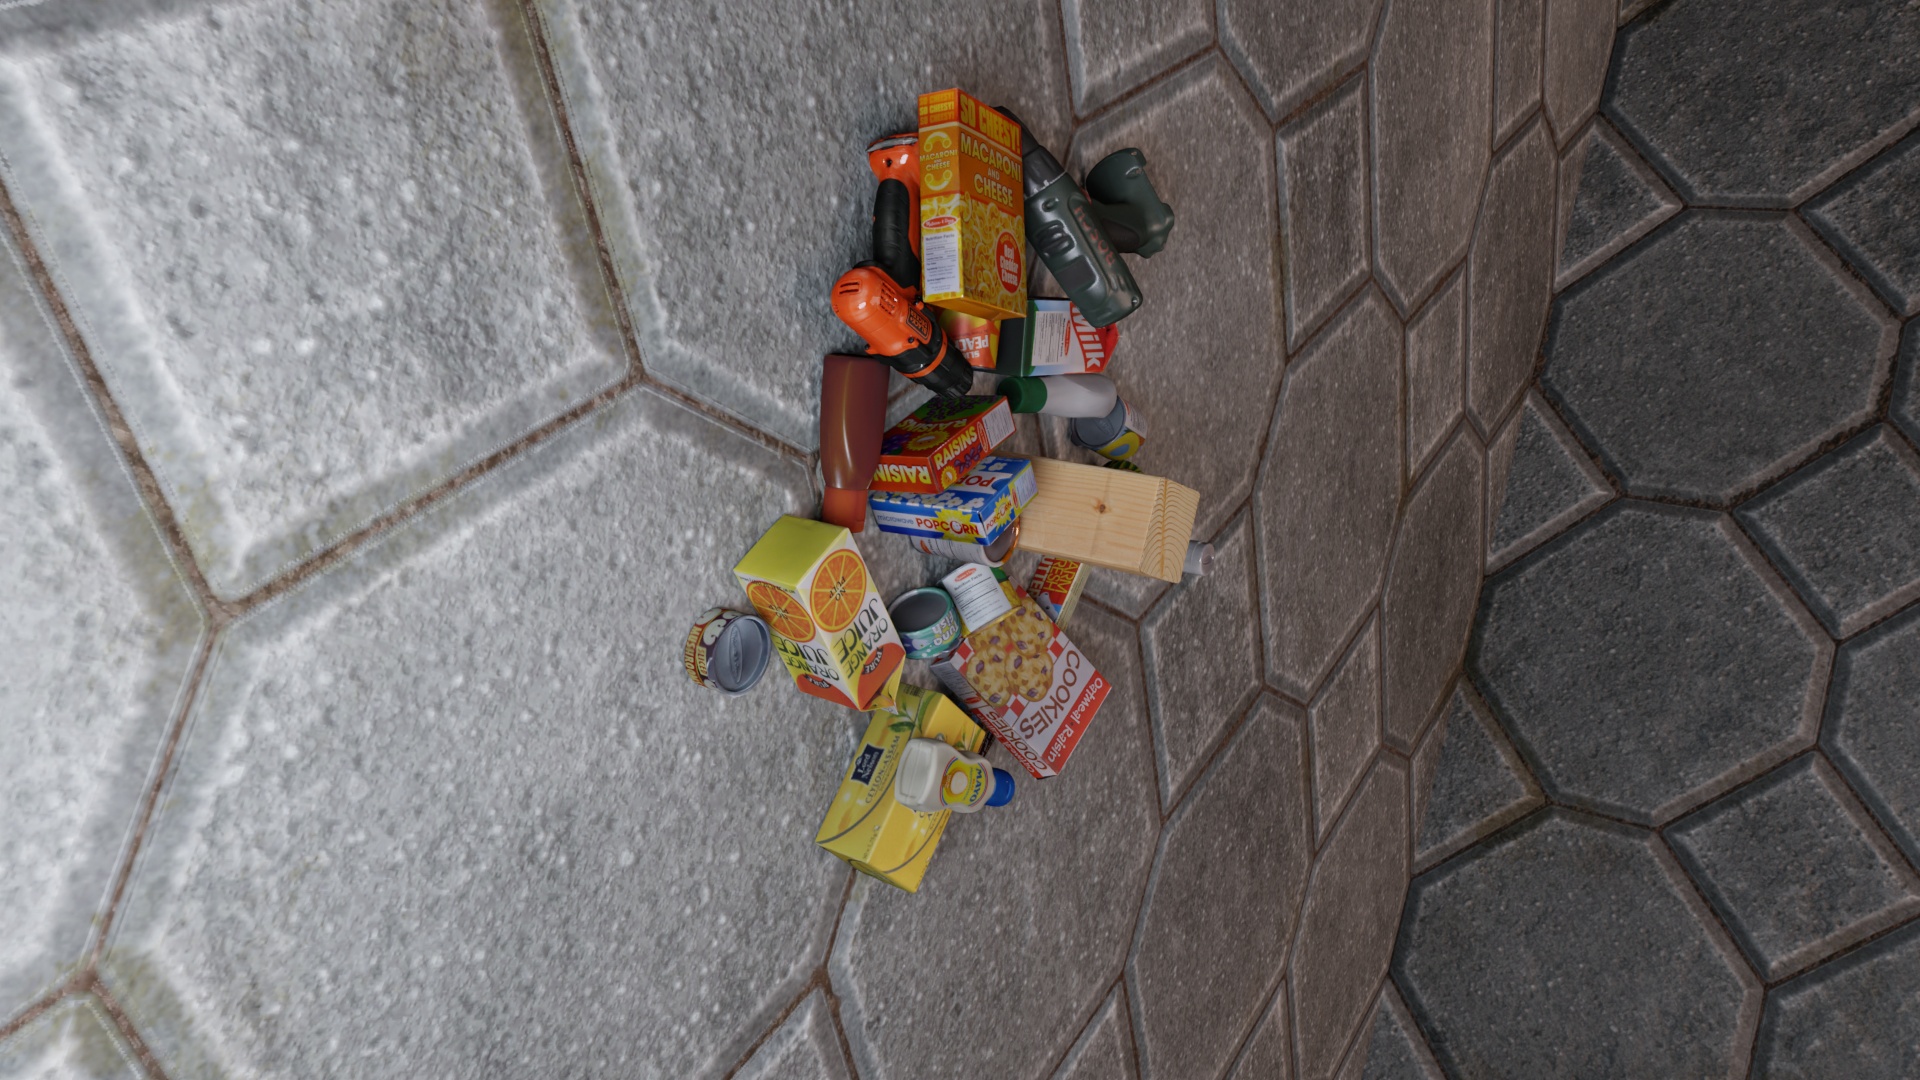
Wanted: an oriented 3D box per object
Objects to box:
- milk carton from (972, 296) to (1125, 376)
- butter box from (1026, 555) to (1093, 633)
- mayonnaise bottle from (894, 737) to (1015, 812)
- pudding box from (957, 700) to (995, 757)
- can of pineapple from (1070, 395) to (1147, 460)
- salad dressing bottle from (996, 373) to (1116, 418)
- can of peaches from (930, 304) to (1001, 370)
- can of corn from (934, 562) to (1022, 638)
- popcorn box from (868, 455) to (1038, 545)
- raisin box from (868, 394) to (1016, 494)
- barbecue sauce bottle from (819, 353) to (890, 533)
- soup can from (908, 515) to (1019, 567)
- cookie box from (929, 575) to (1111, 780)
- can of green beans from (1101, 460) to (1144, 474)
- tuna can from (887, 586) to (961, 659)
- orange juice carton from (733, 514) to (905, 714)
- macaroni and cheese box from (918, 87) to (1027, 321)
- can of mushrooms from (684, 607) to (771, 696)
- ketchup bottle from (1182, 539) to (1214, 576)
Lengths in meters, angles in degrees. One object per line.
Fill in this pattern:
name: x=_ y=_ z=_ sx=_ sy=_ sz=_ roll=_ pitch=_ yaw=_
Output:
milk carton: x=0.086 y=-0.203 z=1.367 sx=0.191 sy=0.072 sz=0.073 roll=-12 pitch=109 yaw=-52
butter box: x=0.099 y=0.056 z=1.477 sx=0.024 sy=0.053 sz=0.104 roll=48 pitch=60 yaw=-47
mayonnaise bottle: x=-0.002 y=0.219 z=1.267 sx=0.148 sy=0.041 sz=0.065 roll=24 pitch=77 yaw=-54
pudding box: x=0.004 y=0.205 z=1.403 sx=0.084 sy=0.030 sz=0.049 roll=-58 pitch=140 yaw=-28
can of pineapple: x=0.160 y=-0.124 z=1.503 sx=0.058 sy=0.071 sz=0.071 roll=21 pitch=82 yaw=-56
salad dressing bottle: x=0.098 y=-0.148 z=1.414 sx=0.148 sy=0.064 sz=0.043 roll=-5 pitch=121 yaw=-46
can of peaches: x=0.003 y=-0.186 z=1.253 sx=0.071 sy=0.071 sz=0.058 roll=-2 pitch=100 yaw=-55
can of corn: x=0.018 y=0.053 z=1.330 sx=0.071 sy=0.071 sz=0.058 roll=-17 pitch=74 yaw=-52
popcorn box: x=-0.007 y=-0.040 z=1.231 sx=0.085 sy=0.126 sz=0.038 roll=-45 pitch=130 yaw=-39
raisin box: x=-0.021 y=-0.086 z=1.232 sx=0.124 sy=0.086 sz=0.040 roll=-41 pitch=125 yaw=-42
barbecue sauce bottle: x=-0.093 y=-0.082 z=1.169 sx=0.065 sy=0.043 sz=0.148 roll=-8 pitch=107 yaw=-56
soup can: x=0.005 y=-0.016 z=1.292 sx=0.071 sy=0.084 sz=0.071 roll=-21 pitch=116 yaw=-52
cookie box: x=0.063 y=0.138 z=1.397 sx=0.167 sy=0.040 sz=0.123 roll=48 pitch=55 yaw=-16
can of green beans: x=0.167 y=-0.050 z=1.533 sx=0.058 sy=0.071 sz=0.071 roll=-35 pitch=127 yaw=-45
tuna can: x=-0.033 y=0.076 z=1.276 sx=0.071 sy=0.071 sz=0.032 roll=-50 pitch=136 yaw=-35
orange juice carton: x=-0.109 y=0.075 z=1.166 sx=0.073 sy=0.072 sz=0.191 roll=-52 pitch=137 yaw=-32
macaroni and cheese box: x=0.011 y=-0.273 z=1.149 sx=0.124 sy=0.040 sz=0.166 roll=0 pitch=88 yaw=-63
can of mushrooms: x=-0.185 y=0.088 z=1.094 sx=0.071 sy=0.033 sz=0.070 roll=-23 pitch=119 yaw=-51
ketchup bottle: x=0.205 y=0.009 z=1.531 sx=0.065 sy=0.149 sz=0.043 roll=-13 pitch=109 yaw=-53
